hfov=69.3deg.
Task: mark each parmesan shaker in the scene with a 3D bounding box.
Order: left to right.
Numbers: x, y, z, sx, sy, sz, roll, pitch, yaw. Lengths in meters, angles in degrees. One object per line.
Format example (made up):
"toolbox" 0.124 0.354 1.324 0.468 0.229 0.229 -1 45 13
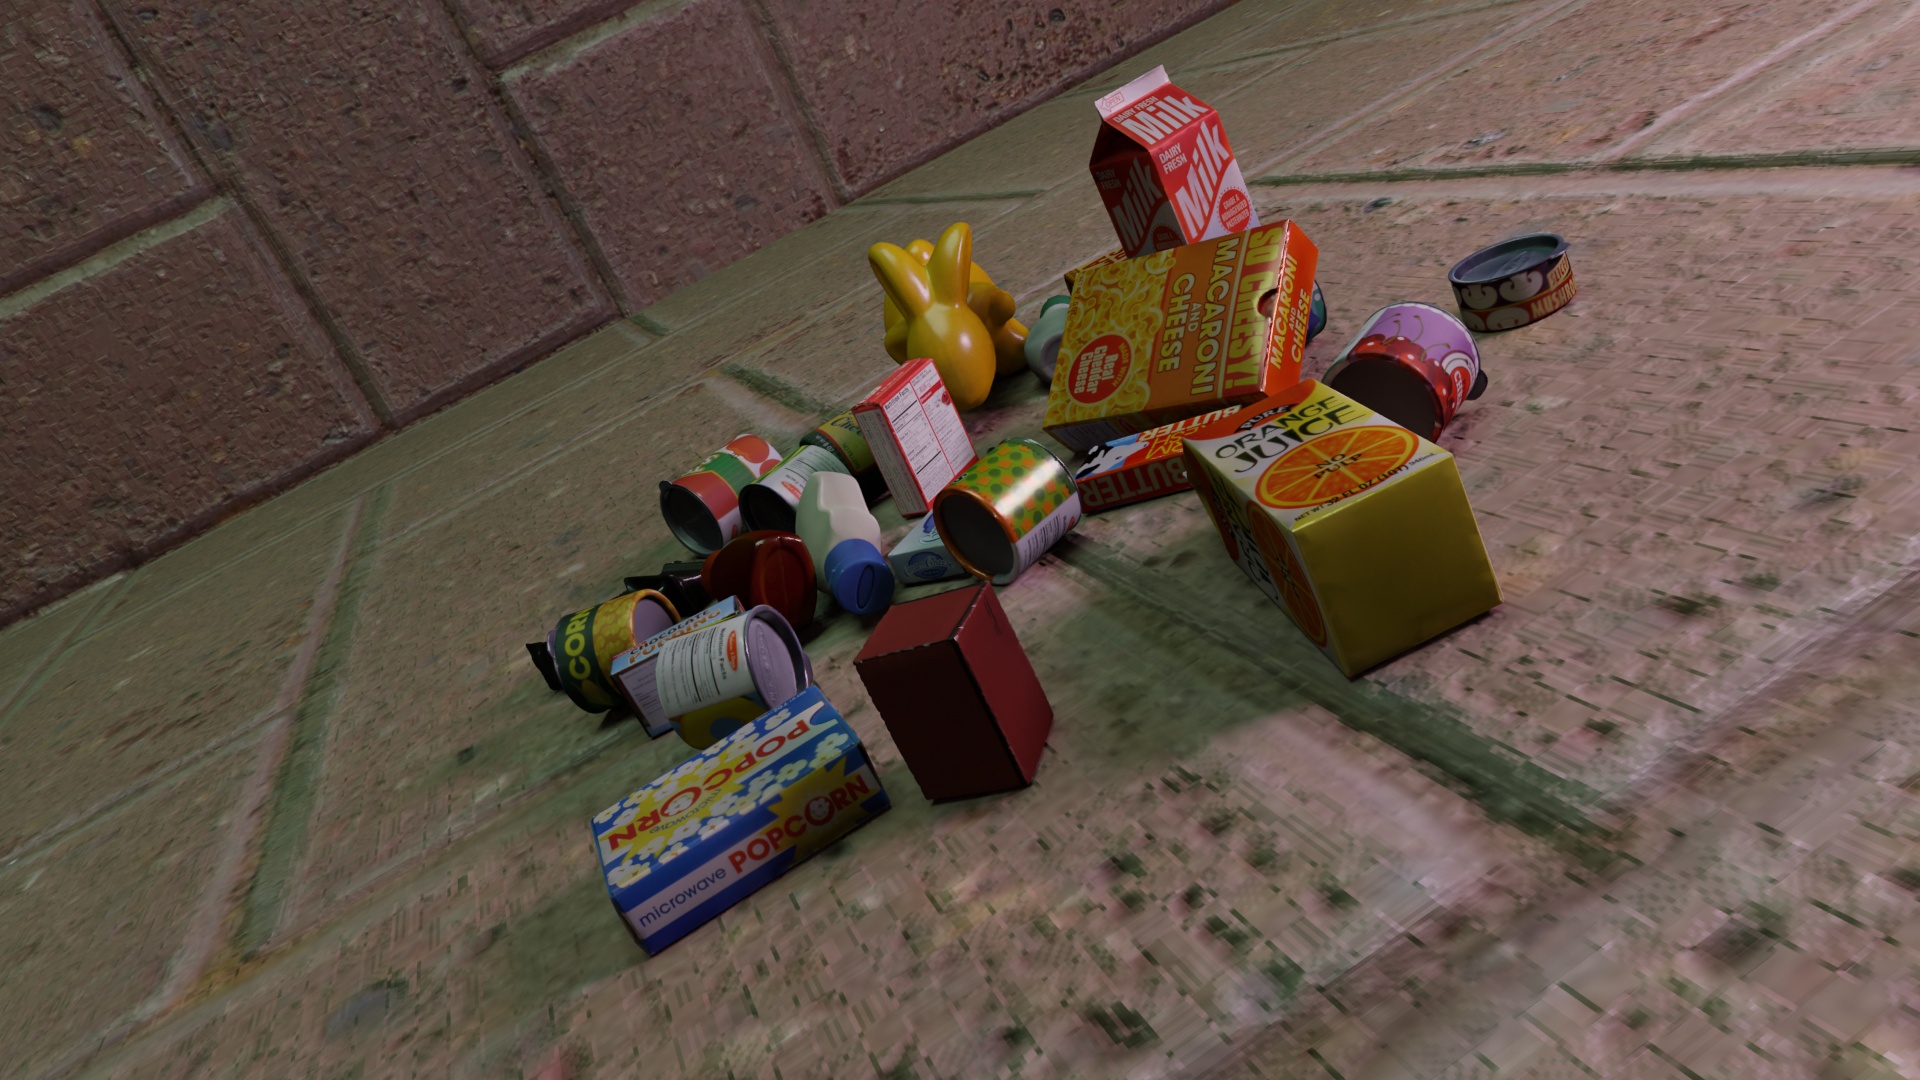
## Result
"parmesan shaker" -0.059 -0.072 1.038 0.103 0.071 0.071 -34 22 -20

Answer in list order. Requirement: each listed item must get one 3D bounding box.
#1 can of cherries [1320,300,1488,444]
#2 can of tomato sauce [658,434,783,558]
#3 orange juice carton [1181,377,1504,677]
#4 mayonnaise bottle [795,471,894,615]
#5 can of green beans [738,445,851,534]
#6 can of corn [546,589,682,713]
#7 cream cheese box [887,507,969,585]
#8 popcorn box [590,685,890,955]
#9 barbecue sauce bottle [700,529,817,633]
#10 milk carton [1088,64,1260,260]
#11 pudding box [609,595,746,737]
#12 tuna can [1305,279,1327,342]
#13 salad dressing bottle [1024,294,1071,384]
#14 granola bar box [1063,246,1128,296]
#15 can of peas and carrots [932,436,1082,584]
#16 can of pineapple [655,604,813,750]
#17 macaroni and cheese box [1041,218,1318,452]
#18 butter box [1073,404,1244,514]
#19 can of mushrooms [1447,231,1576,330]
"can of cherries" 0.229 -0.081 0.717 0.071 0.071 0.059 -6 28 43
"can of tomato sauce" -0.184 -0.037 1.090 0.071 0.071 0.083 -4 29 45
"orange juice carton" 0.160 -0.019 0.634 0.072 0.073 0.193 -26 20 1
"mayonnaise bottle" -0.074 0.004 0.876 0.041 0.064 0.148 7 17 -18
"can of green beans" -0.114 -0.026 0.985 0.071 0.071 0.058 -4 29 46
"can of corn" -0.212 0.068 0.866 0.058 0.071 0.071 -18 21 18
"cream cheese box" 0.003 -0.011 0.870 0.053 0.024 0.104 -11 25 38
"popcorn box" -0.104 0.126 0.644 0.127 0.038 0.085 -31 20 -12
"barbecue sauce bottle" -0.135 0.025 0.897 0.044 0.065 0.148 -7 4 -23
"milk carton" 0.159 -0.243 1.012 0.072 0.190 0.073 -36 22 -25
"pudding box" -0.156 0.074 0.814 0.084 0.049 0.030 -27 22 -1
"tuna can" 0.209 -0.156 0.925 0.033 0.071 0.071 -33 21 -15
"salad dressing bottle" 0.084 -0.167 1.129 0.064 0.044 0.148 -21 20 11
"granola bar box" 0.164 -0.220 1.168 0.124 0.039 0.166 -25 21 1
"can of peas and carrots" 0.025 -0.018 0.798 0.059 0.070 0.071 -40 24 -32
"can of pineapple" -0.121 0.075 0.751 0.058 0.070 0.071 -19 21 18
"macaroni and cheese box" 0.138 -0.128 0.888 0.166 0.040 0.124 -7 62 42
"butter box" 0.120 -0.048 0.821 0.103 0.024 0.053 -14 23 28
"can of mushrooms" 0.328 -0.153 0.819 0.071 0.033 0.071 -22 20 9
